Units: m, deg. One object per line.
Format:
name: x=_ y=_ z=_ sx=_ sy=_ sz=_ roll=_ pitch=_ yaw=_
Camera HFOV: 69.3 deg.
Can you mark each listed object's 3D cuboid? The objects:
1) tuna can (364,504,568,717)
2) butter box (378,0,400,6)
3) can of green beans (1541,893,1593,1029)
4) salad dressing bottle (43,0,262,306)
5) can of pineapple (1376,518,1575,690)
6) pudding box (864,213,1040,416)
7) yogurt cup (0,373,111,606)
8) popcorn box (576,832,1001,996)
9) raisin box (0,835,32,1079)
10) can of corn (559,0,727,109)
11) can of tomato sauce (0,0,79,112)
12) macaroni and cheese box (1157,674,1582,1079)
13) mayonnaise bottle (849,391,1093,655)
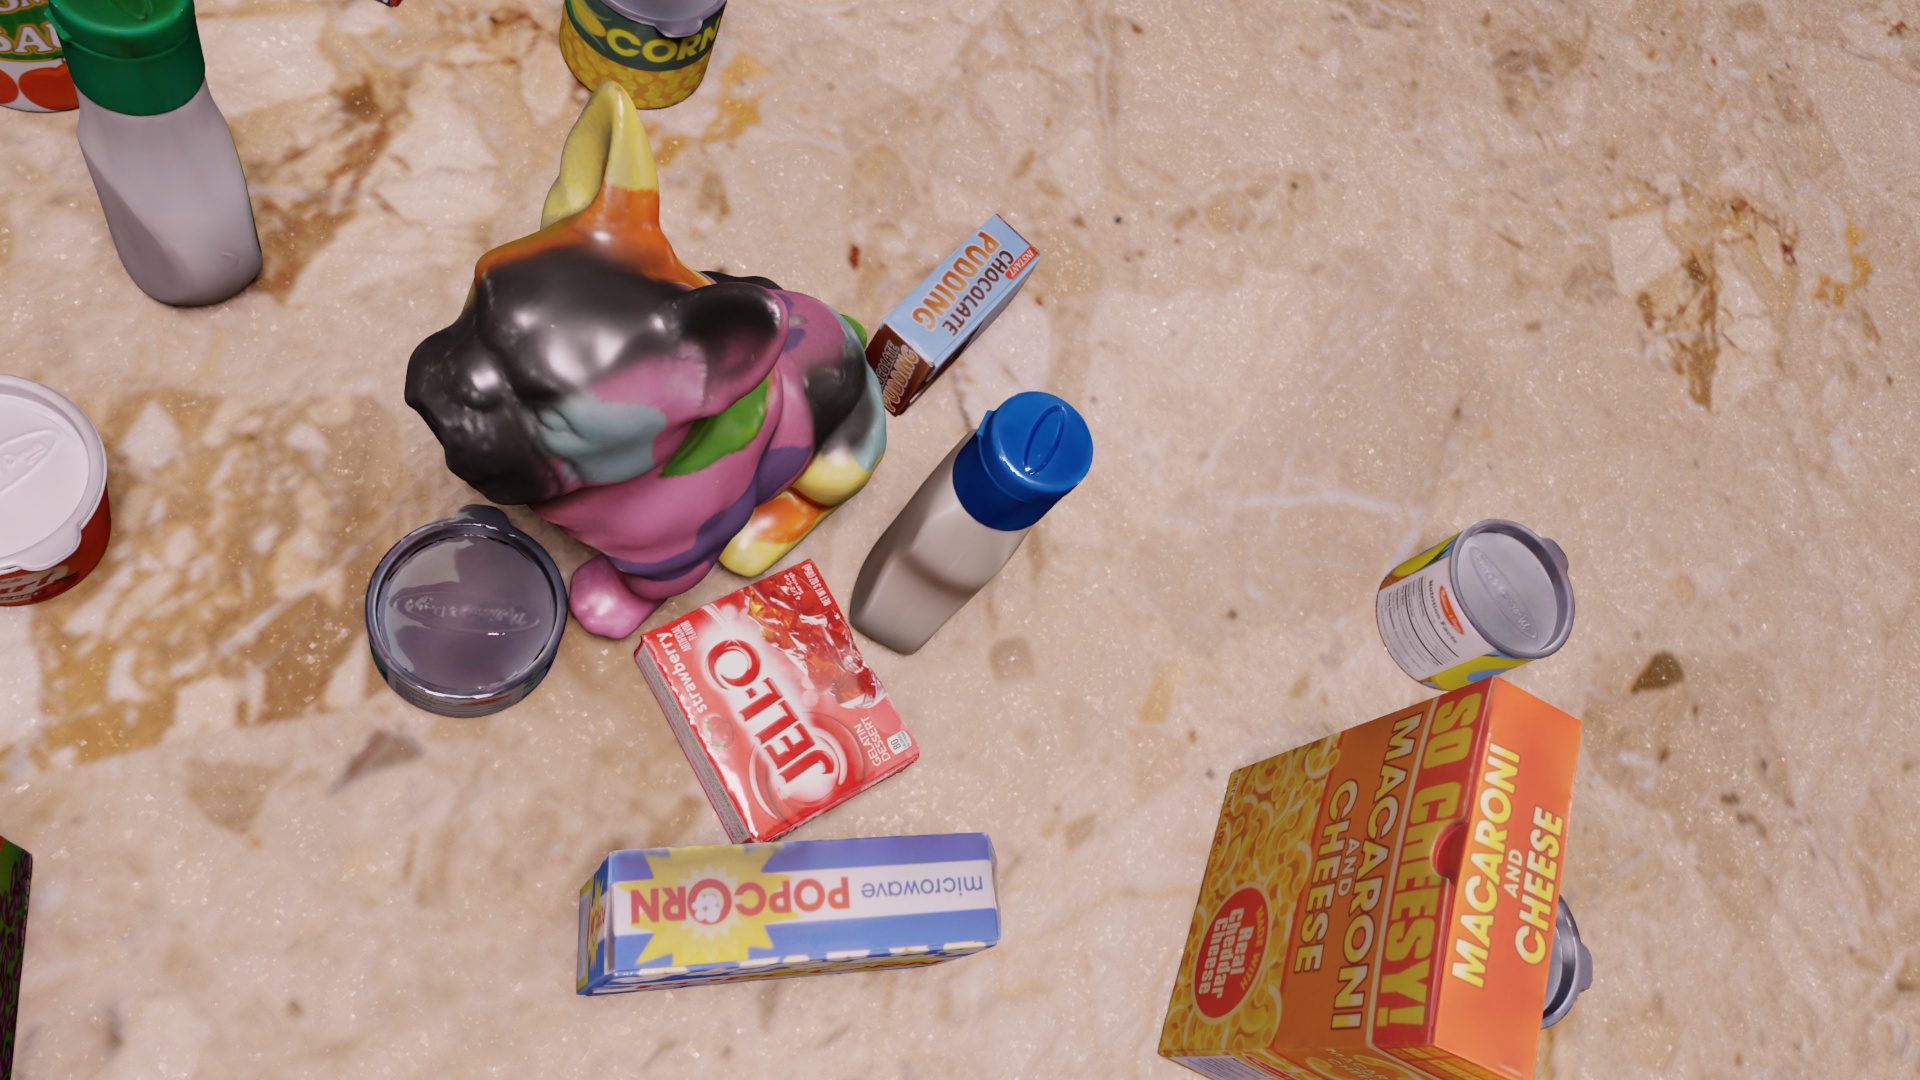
tuna can: x=-0.174 y=0.025 z=0.491 sx=0.071 sy=0.032 sz=0.071 roll=8 pitch=67 yaw=-19
butter box: x=-0.273 y=-0.261 z=0.558 sx=0.103 sy=0.053 sz=0.024 roll=23 pitch=63 yaw=-11
can of green beans: x=0.208 y=0.168 z=0.570 sx=0.071 sy=0.057 sz=0.071 roll=8 pitch=67 yaw=-19
salad dressing bottle: x=-0.263 y=-0.131 z=0.455 sx=0.044 sy=0.147 sz=0.064 roll=-35 pitch=85 yaw=-29
can of pineapple: x=0.236 y=0.030 z=0.636 sx=0.071 sy=0.057 sz=0.071 roll=8 pitch=67 yaw=-19
pudding box: x=-0.006 y=-0.097 z=0.598 sx=0.030 sy=0.049 sz=0.084 roll=42 pitch=61 yaw=-2
yogurt cup: x=-0.307 y=-0.012 z=0.443 sx=0.072 sy=0.053 sz=0.072 roll=8 pitch=67 yaw=-19
popcorn box: x=-0.060 y=0.126 z=0.466 sx=0.127 sy=0.085 sz=0.038 roll=2 pitch=69 yaw=-21
raisin box: x=-0.280 y=0.116 z=0.361 sx=0.040 sy=0.123 sz=0.086 roll=2 pitch=69 yaw=-21
can of corn: x=-0.135 y=-0.227 z=0.595 sx=0.071 sy=0.058 sz=0.071 roll=8 pitch=67 yaw=-19
can of tomato sauce: x=-0.335 y=-0.202 z=0.492 sx=0.071 sy=0.082 sz=0.071 roll=8 pitch=67 yaw=-19
macaroni and cheese box: x=0.140 y=0.129 z=0.496 sx=0.040 sy=0.165 sz=0.124 roll=27 pitch=62 yaw=-10
mayonnaise bottle: x=0.002 y=-0.006 z=0.508 sx=0.041 sy=0.147 sz=0.065 roll=30 pitch=62 yaw=-8
